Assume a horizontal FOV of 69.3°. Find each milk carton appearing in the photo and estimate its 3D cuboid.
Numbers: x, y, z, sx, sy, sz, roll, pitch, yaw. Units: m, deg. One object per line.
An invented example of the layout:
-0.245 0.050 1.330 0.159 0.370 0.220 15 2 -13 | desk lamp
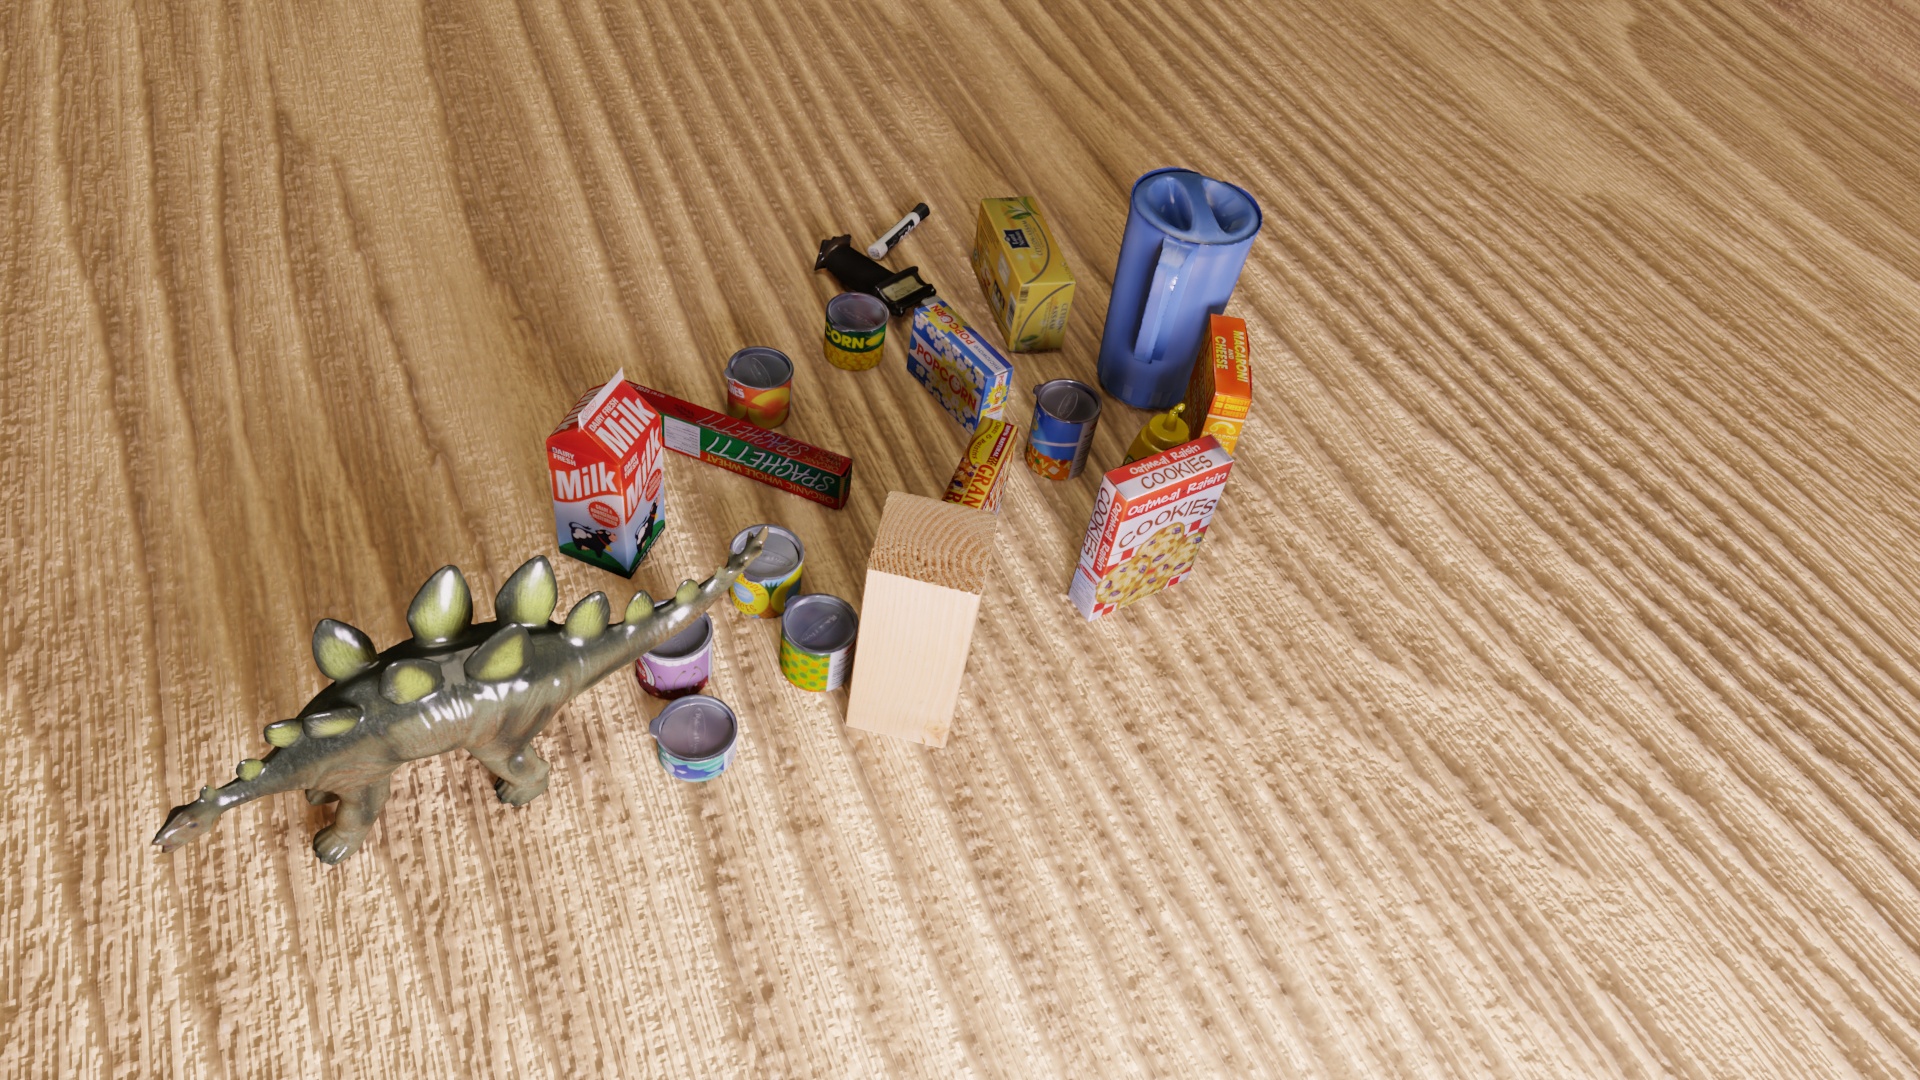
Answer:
-0.309 -0.061 1.216 0.073 0.189 0.073 20 47 8 | milk carton

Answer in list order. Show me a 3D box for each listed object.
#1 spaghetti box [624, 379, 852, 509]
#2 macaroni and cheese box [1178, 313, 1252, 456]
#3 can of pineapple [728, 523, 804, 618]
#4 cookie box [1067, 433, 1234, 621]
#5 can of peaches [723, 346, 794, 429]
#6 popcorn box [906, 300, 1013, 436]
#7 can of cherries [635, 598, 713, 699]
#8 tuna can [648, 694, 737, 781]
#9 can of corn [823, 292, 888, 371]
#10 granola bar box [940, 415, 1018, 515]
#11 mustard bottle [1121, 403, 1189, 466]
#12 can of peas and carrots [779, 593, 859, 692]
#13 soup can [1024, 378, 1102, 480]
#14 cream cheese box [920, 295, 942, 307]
-0.224 -0.093 1.357 0.250 0.049 0.029 19 47 7 | spaghetti box
0.250 -0.124 1.394 0.040 0.165 0.124 9 47 -2 | macaroni and cheese box
-0.176 0.029 1.248 0.071 0.057 0.071 5 47 -6 | can of pineapple
0.172 -0.011 1.275 0.123 0.166 0.040 -21 55 -27 | cookie box
-0.206 -0.154 1.412 0.071 0.057 0.071 5 47 -6 | can of peaches
-0.002 -0.180 1.455 0.038 0.084 0.127 -25 57 -29 | popcorn box
-0.246 0.093 1.176 0.071 0.058 0.072 5 47 -6 | can of cherries
-0.218 0.162 1.135 0.071 0.032 0.071 5 47 -6 | tuna can
-0.114 -0.222 1.491 0.071 0.058 0.071 5 47 -6 | can of corn
0.005 -0.016 1.278 0.039 0.123 0.166 19 47 7 | granola bar box
0.188 -0.075 1.342 0.049 0.159 0.065 -17 53 -24 | mustard bottle
-0.125 0.088 1.203 0.071 0.058 0.071 5 47 -6 | can of peas and carrots
0.101 -0.113 1.413 0.071 0.083 0.072 5 47 -6 | soup can
-0.007 -0.215 1.508 0.024 0.053 0.104 -25 56 -29 | cream cheese box
